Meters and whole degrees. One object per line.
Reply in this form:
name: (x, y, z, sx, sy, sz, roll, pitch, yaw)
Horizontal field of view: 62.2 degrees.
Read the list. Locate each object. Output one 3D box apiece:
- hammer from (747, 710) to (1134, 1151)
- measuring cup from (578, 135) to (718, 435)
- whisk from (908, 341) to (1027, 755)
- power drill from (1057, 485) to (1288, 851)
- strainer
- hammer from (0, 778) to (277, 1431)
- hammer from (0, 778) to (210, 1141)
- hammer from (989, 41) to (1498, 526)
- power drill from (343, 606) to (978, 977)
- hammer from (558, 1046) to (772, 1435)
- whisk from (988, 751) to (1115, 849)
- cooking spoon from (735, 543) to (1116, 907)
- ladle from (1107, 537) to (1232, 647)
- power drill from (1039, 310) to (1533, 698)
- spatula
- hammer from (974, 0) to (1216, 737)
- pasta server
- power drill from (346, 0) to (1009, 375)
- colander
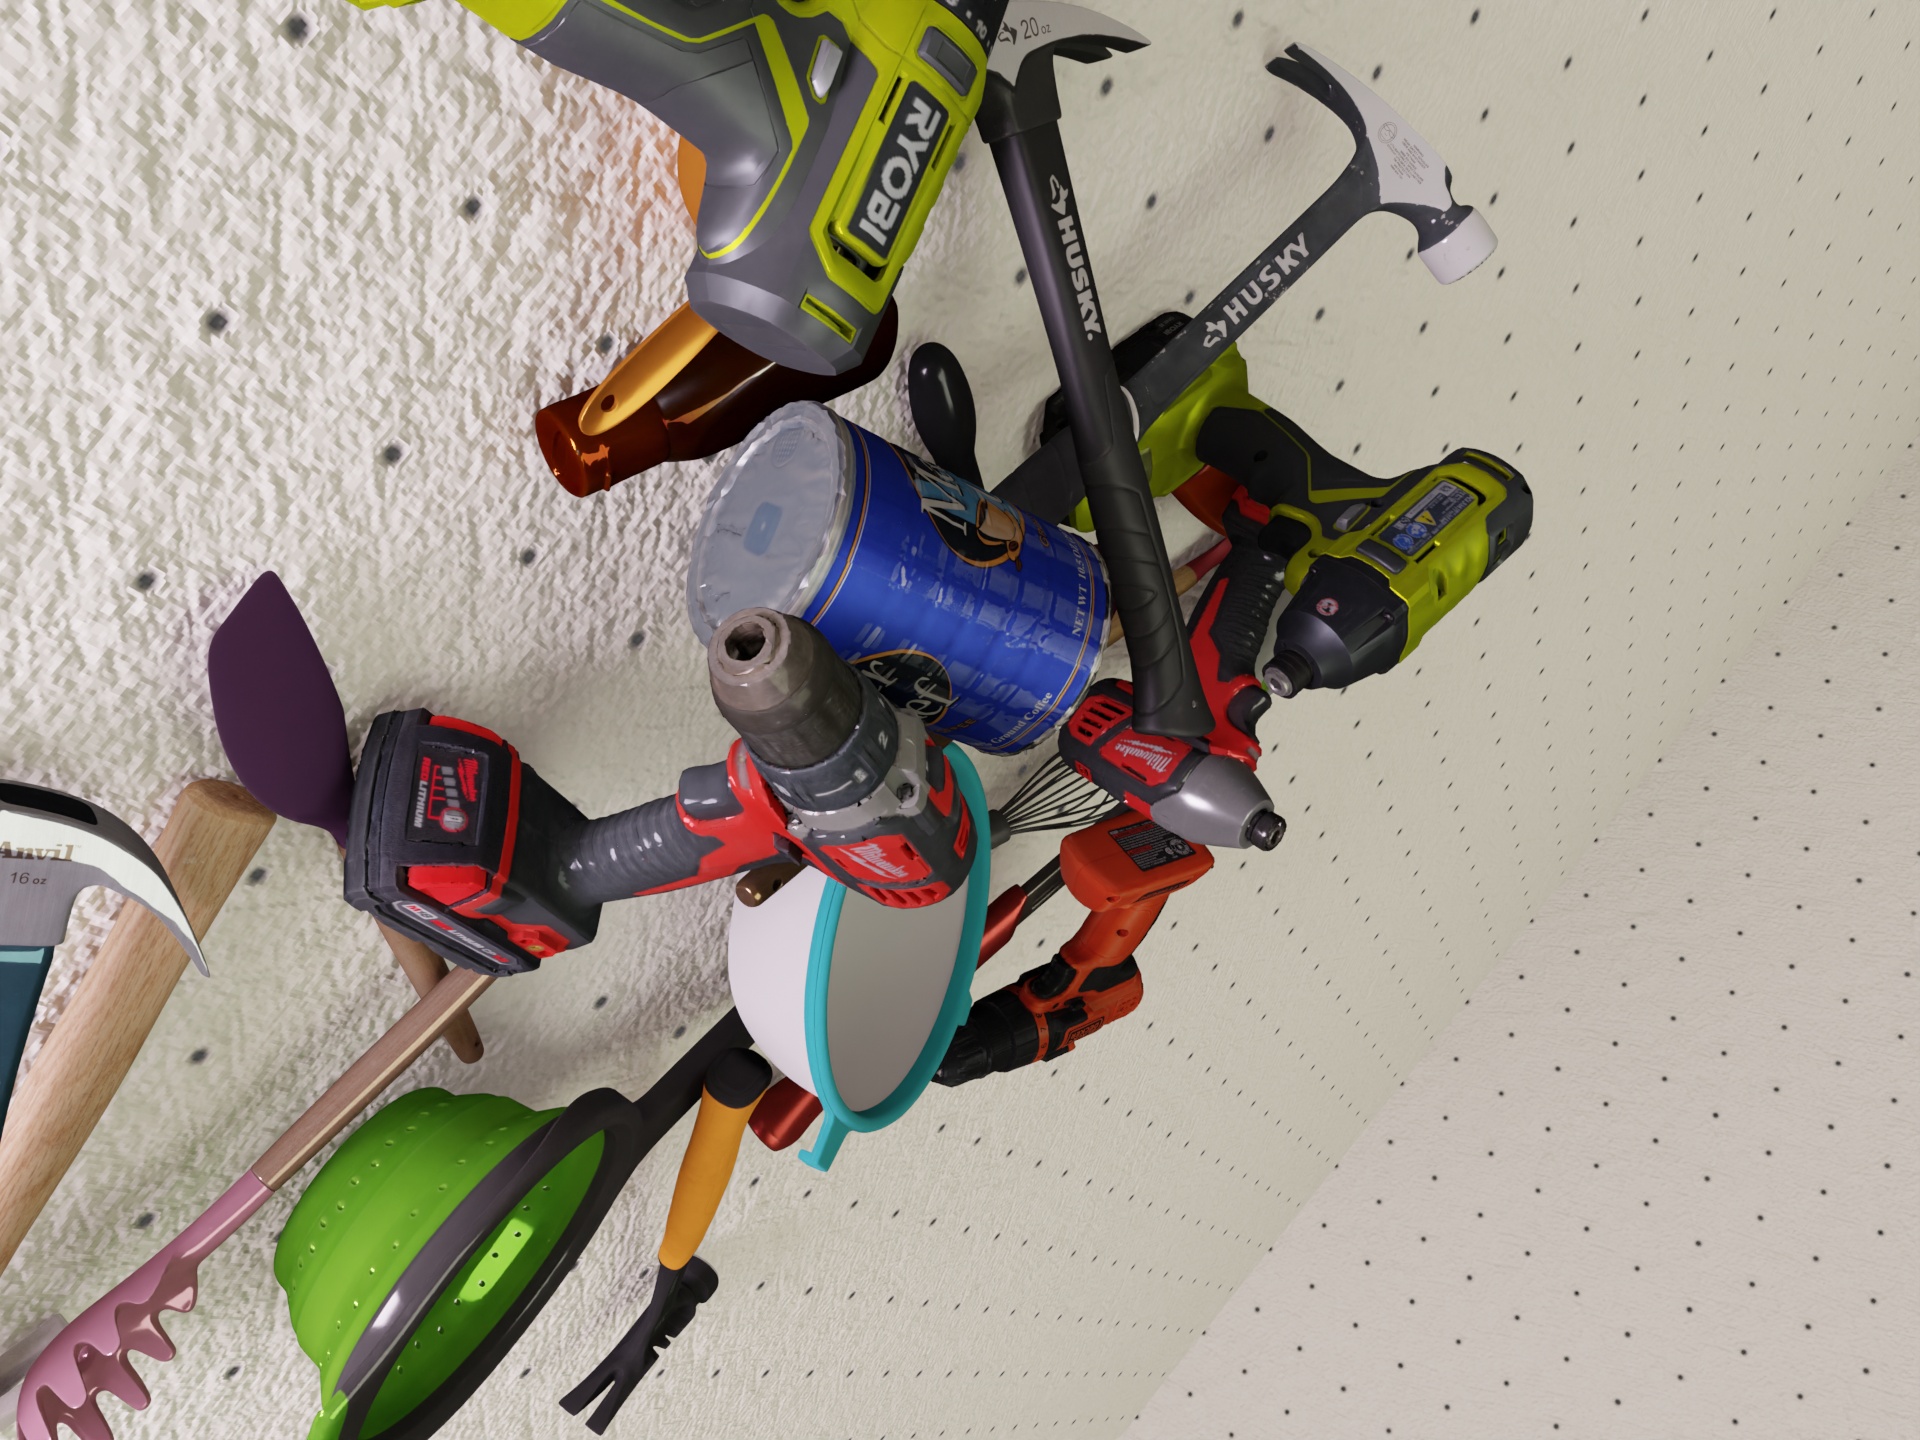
hammer: (0.004, 0.142, 1.012, 0.359, 0.037, 0.149, -40, 148, -1)
measuring cup: (-0.091, -0.179, 0.590, 0.173, 0.052, 0.095, -47, 150, -6)
whisk: (0.011, -0.080, 0.832, 0.070, 0.070, 0.284, -40, 144, -19)
power drill: (0.168, -0.033, 0.898, 0.219, 0.143, 0.078, -53, 144, -5)
strainer: (-0.064, 0.046, 0.841, 0.211, 0.095, 0.340, -33, 127, -61)
hammer: (-0.355, 0.166, 0.613, 0.331, 0.031, 0.130, -57, 149, 8)
hammer: (-0.359, 0.172, 0.557, 0.128, 0.033, 0.331, 8, 110, -41)
hammer: (0.090, -0.164, 0.770, 0.409, 0.149, 0.036, -44, -168, -14)
power drill: (-0.119, 0.028, 0.609, 0.227, 0.080, 0.187, -9, 152, 14)
hammer: (-0.165, 0.301, 0.934, 0.127, 0.034, 0.336, -45, 163, -45)
whisk: (0.025, 0.071, 1.019, 0.239, 0.055, 0.055, -26, 141, -31)
cooking spoon: (-0.001, -0.003, 0.791, 0.319, 0.017, 0.068, -41, 137, -40)
ladle: (0.127, -0.082, 1.018, 0.315, 0.031, 0.069, -35, 145, -25)
power drill: (0.153, -0.111, 0.821, 0.171, 0.223, 0.080, -39, 147, -22)
spatula: (-0.245, 0.064, 0.661, 0.315, 0.018, 0.060, 88, 16, -51)
hammer: (0.063, -0.142, 0.702, 0.146, 0.035, 0.334, -36, 117, -39)
pasta server: (-0.273, 0.182, 0.685, 0.316, 0.040, 0.060, -46, 165, -20)
power drill: (-0.075, -0.236, 0.467, 0.228, 0.080, 0.190, 26, 87, -47)
colander: (-0.213, 0.209, 0.815, 0.397, 0.094, 0.204, -42, 161, -52)
